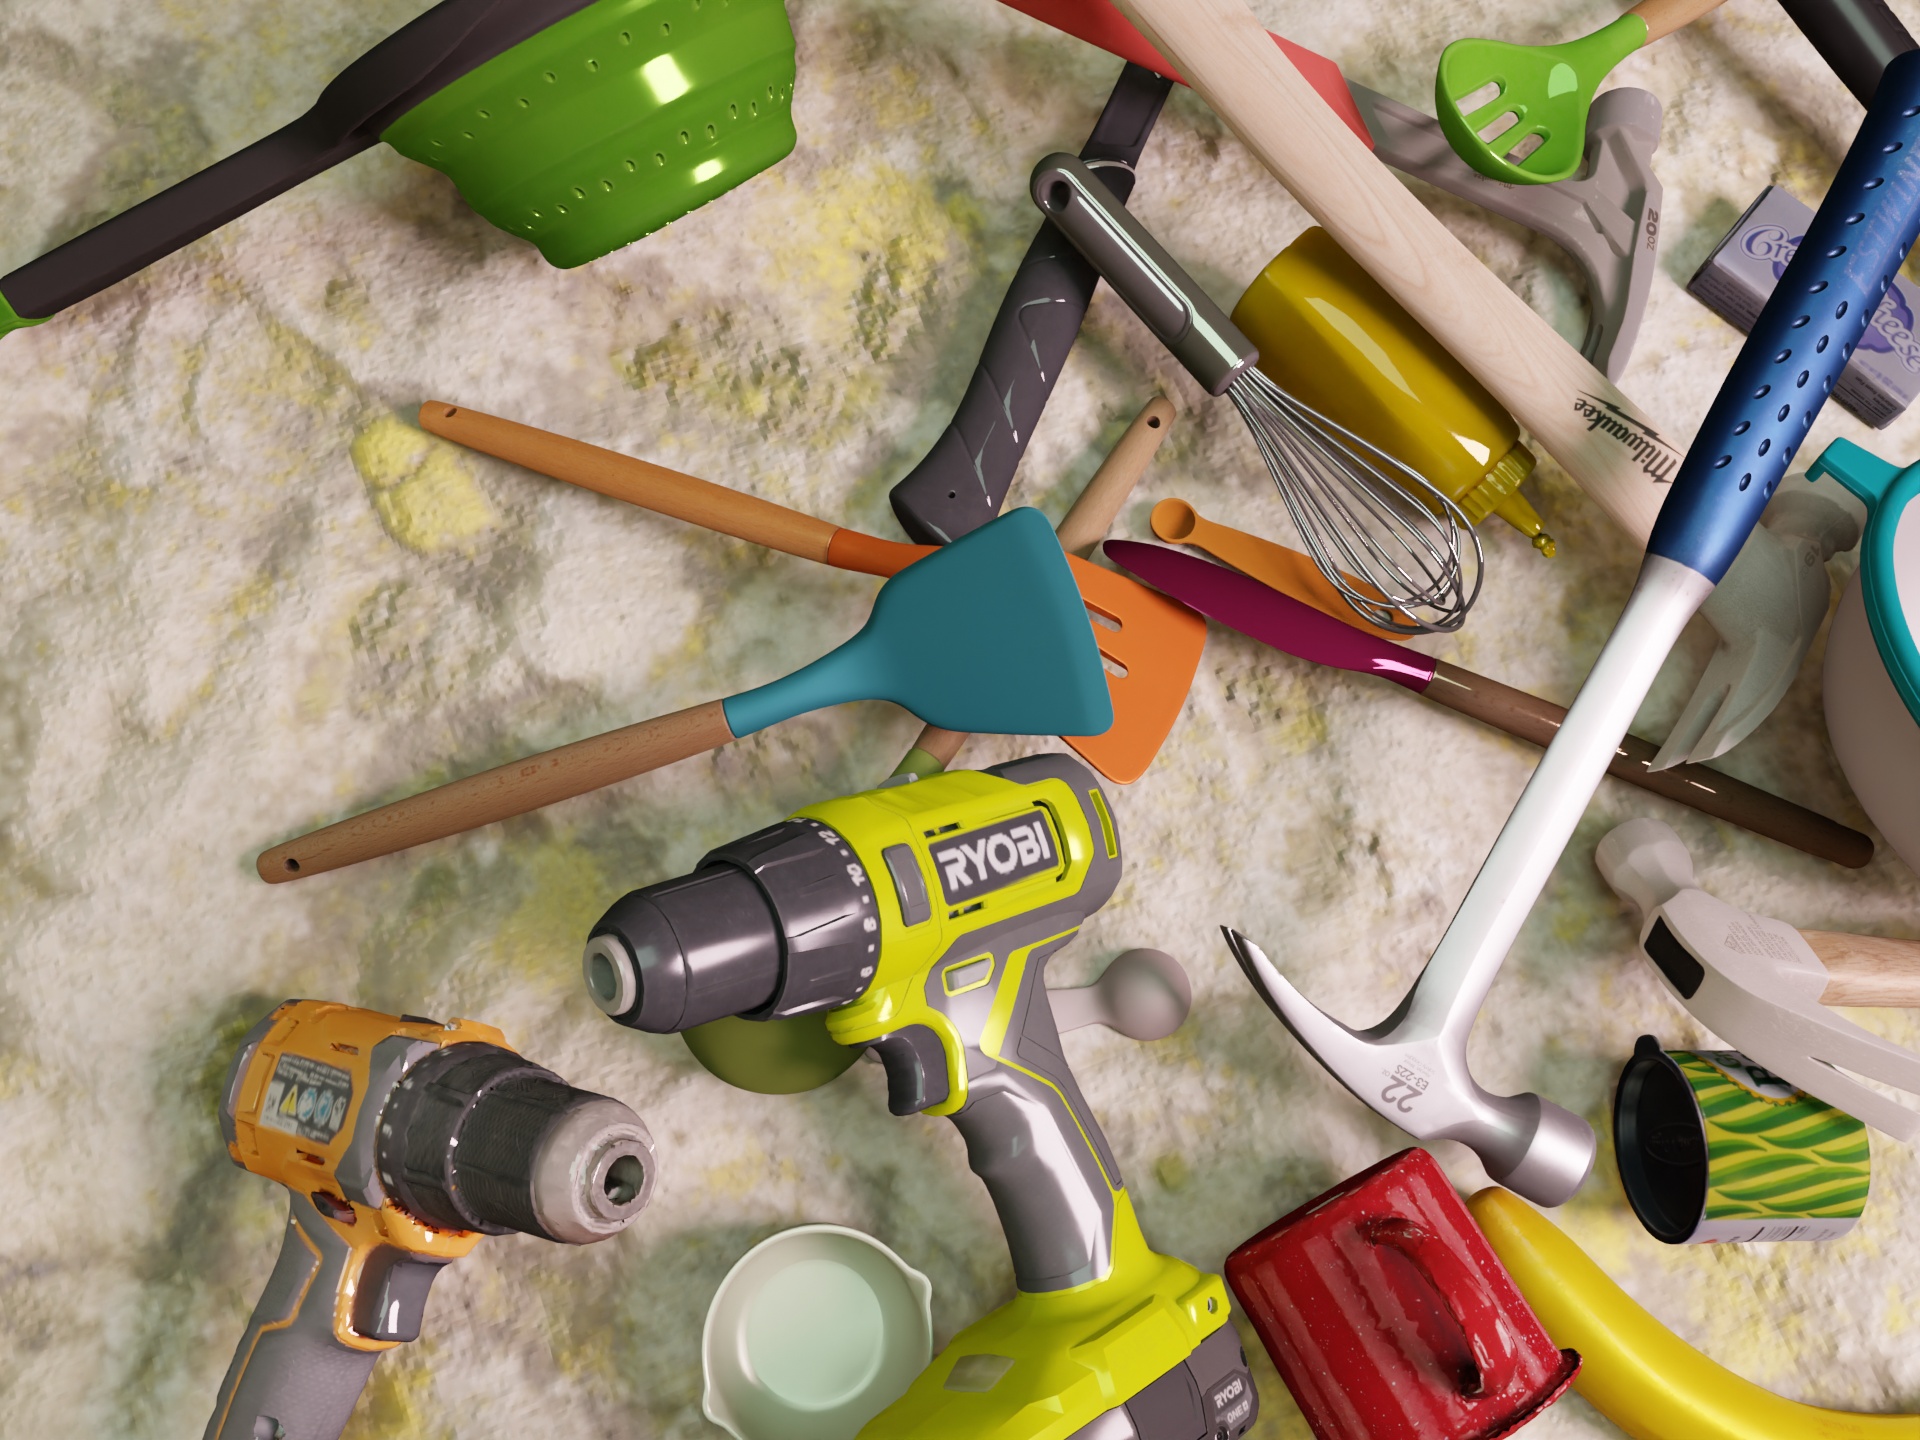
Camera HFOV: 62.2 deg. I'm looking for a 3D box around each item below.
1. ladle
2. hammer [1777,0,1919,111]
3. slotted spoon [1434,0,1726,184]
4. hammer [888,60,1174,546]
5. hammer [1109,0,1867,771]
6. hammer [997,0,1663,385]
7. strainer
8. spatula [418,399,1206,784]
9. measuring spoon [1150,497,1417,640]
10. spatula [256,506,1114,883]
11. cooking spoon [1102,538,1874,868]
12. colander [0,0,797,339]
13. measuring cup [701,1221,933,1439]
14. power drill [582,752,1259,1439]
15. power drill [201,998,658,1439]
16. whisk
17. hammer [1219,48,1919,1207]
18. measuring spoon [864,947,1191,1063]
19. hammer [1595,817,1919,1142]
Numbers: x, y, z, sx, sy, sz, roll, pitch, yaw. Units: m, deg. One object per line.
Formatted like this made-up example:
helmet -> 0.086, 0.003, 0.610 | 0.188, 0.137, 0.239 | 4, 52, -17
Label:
ladle -> -0.001, -0.002, 0.607 | 0.078, 0.062, 0.320 | 33, 68, 1
hammer -> 0.411, -0.227, 0.658 | 0.146, 0.035, 0.335 | -34, 86, -20
slotted spoon -> 0.300, -0.299, 0.676 | 0.314, 0.031, 0.070 | -35, 86, -26
hammer -> 0.071, -0.243, 0.677 | 0.149, 0.036, 0.409 | 23, 75, 3
hammer -> 0.167, -0.161, 0.585 | 0.410, 0.038, 0.146 | 43, 66, -7
hammer -> 0.122, -0.253, 0.643 | 0.359, 0.036, 0.149 | 20, 73, -11
strainer -> 0.454, 0.016, 0.587 | 0.340, 0.095, 0.211 | 7, 56, -14
spatula -> -0.068, -0.067, 0.602 | 0.323, 0.041, 0.081 | 19, 62, 16
measuring spoon -> 0.129, -0.059, 0.640 | 0.117, 0.011, 0.021 | 25, 72, 1
spatula -> -0.107, 0.009, 0.560 | 0.317, 0.044, 0.082 | -18, 106, 6
cooking spoon -> 0.202, -0.008, 0.610 | 0.319, 0.069, 0.017 | 22, 108, -2
colander -> -0.204, -0.204, 0.621 | 0.397, 0.205, 0.094 | -25, 111, 7
measuring cup -> -0.027, 0.248, 0.532 | 0.083, 0.038, 0.167 | -27, 84, -12
power drill -> -0.007, 0.131, 0.493 | 0.190, 0.080, 0.228 | -13, 84, -43
power drill -> -0.179, 0.202, 0.474 | 0.185, 0.084, 0.226 | -1, 70, 40
whisk -> 0.112, -0.129, 0.619 | 0.246, 0.057, 0.059 | 49, 41, 5
hammer -> 0.236, -0.045, 0.543 | 0.144, 0.035, 0.405 | 29, 89, -3
measuring spoon -> 0.025, 0.108, 0.581 | 0.124, 0.018, 0.034 | -10, 75, -5
hammer -> 0.408, 0.097, 0.574 | 0.331, 0.031, 0.130 | 5, 33, -8
